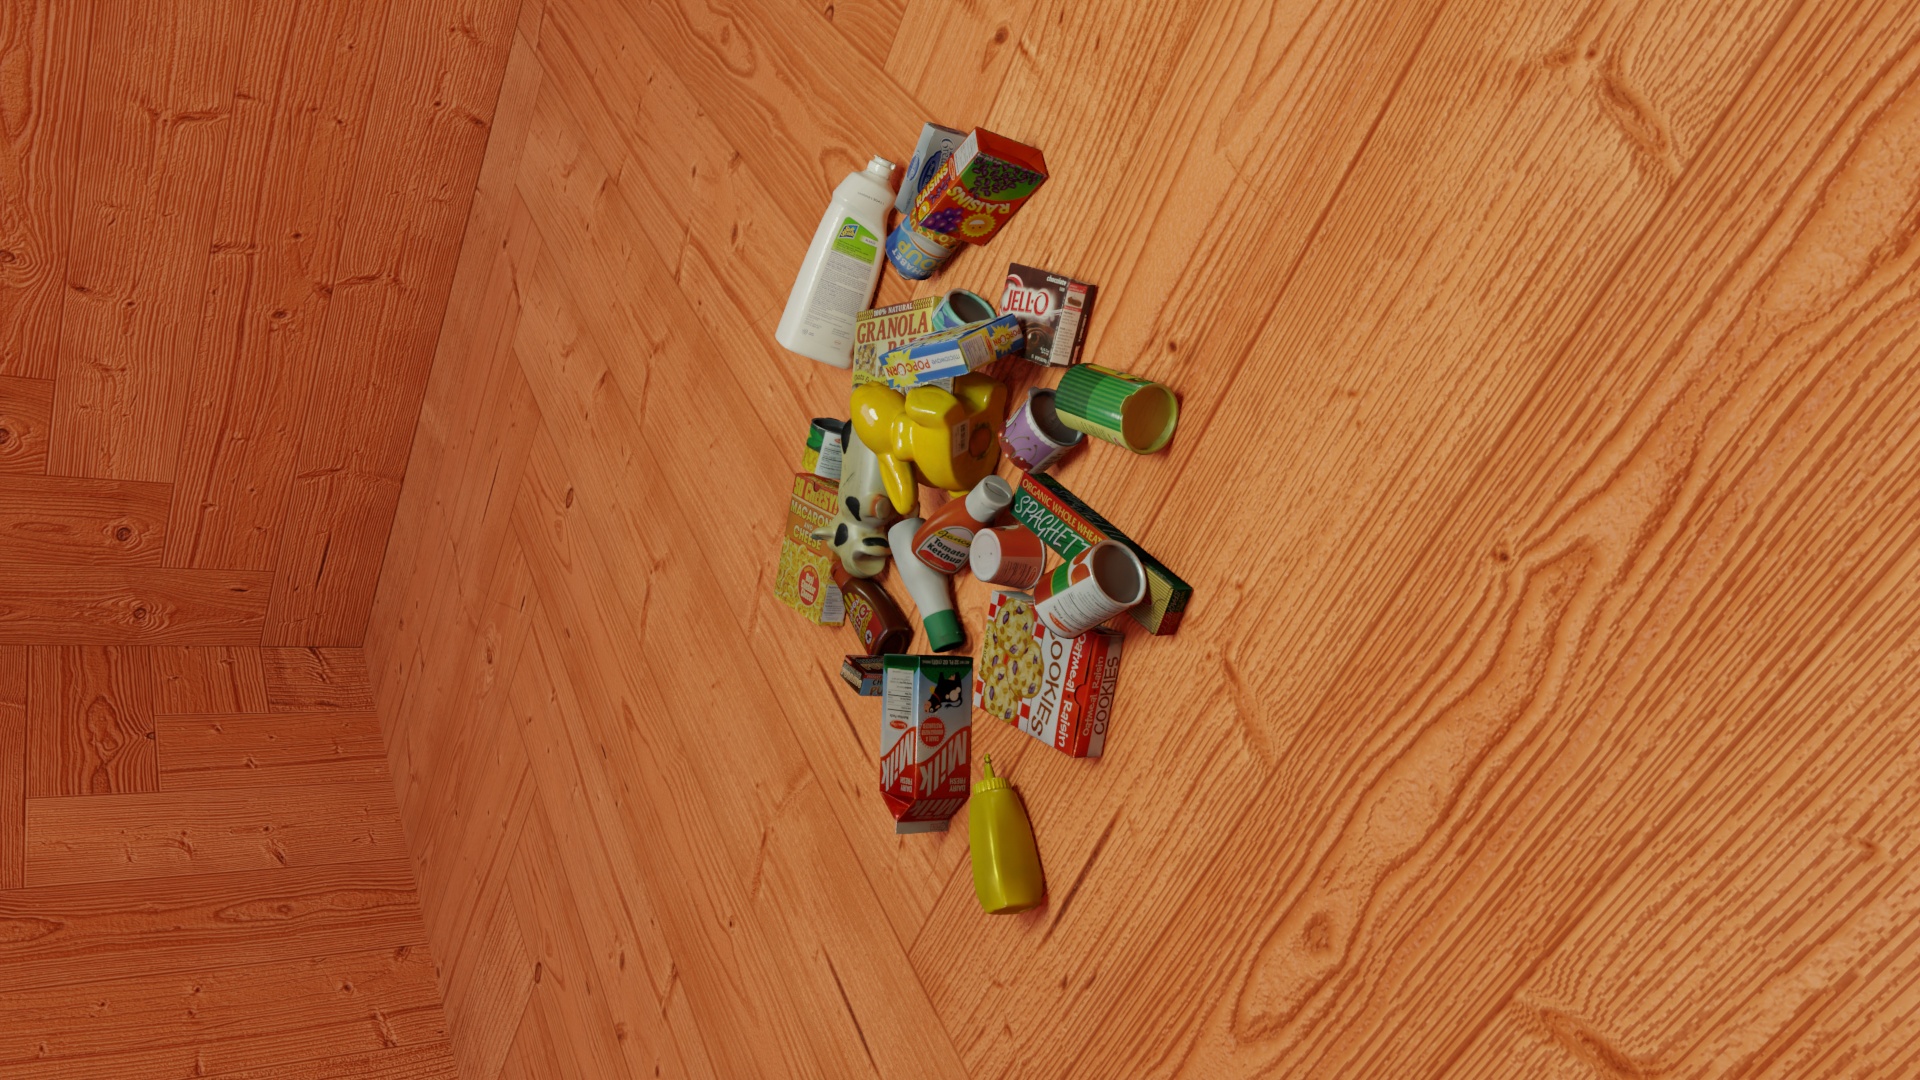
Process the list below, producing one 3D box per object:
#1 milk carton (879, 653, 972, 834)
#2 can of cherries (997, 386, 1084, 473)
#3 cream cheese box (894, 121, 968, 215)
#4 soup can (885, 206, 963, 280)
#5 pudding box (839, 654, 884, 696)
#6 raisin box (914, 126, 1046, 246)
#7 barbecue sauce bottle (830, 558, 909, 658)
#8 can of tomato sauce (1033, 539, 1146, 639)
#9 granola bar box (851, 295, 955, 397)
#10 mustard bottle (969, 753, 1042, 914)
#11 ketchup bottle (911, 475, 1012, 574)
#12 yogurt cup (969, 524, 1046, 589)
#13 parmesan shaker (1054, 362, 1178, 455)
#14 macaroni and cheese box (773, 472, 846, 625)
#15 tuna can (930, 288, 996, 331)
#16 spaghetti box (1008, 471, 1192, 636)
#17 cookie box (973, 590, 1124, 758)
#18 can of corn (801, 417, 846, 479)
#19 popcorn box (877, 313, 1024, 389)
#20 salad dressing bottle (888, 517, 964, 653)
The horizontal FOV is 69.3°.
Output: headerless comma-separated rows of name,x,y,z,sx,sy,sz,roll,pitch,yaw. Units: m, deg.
milk carton,-0.038,0.218,1.493,0.073,0.072,0.190,-4,82,54
can of cherries,0.078,-0.109,1.367,0.058,0.071,0.072,-41,55,46
cream cheese box,-0.031,-0.414,1.562,0.024,0.053,0.103,50,126,42
soup can,-0.035,-0.338,1.547,0.083,0.071,0.071,-39,57,46
pudding box,-0.087,0.152,1.558,0.050,0.084,0.030,35,112,51
raisin box,0.020,-0.369,1.458,0.123,0.086,0.040,-39,50,45
barbecue sauce bottle,-0.109,0.078,1.630,0.149,0.044,0.064,56,136,42
can of tomato sauce,0.117,0.042,1.249,0.082,0.071,0.071,-35,59,48
granola bar box,-0.066,-0.210,1.602,0.165,0.039,0.124,2,89,55
mustard bottle,0.039,0.291,1.389,0.048,0.065,0.161,-36,52,41
ketchup bottle,0.005,-0.018,1.450,0.148,0.065,0.044,-46,20,51
yogurt cup,0.046,0.016,1.411,0.072,0.054,0.072,-6,83,55
parmesan shaker,0.140,-0.124,1.278,0.103,0.071,0.071,28,110,52
macaroni and cheese box,-0.177,0.009,1.735,0.124,0.040,0.166,24,107,52
tuna can,0.007,-0.233,1.483,0.032,0.071,0.071,-50,49,38
spaghetti box,0.127,0.006,1.320,0.251,0.029,0.050,43,121,47
cookie box,0.082,0.128,1.360,0.167,0.040,0.122,21,103,53
can of corn,-0.157,-0.113,1.698,0.071,0.071,0.058,37,117,50
popcorn box,-0.009,-0.190,1.399,0.126,0.085,0.038,-4,111,48
salad dressing bottle,-0.036,0.049,1.520,0.044,0.064,0.148,-28,71,25
